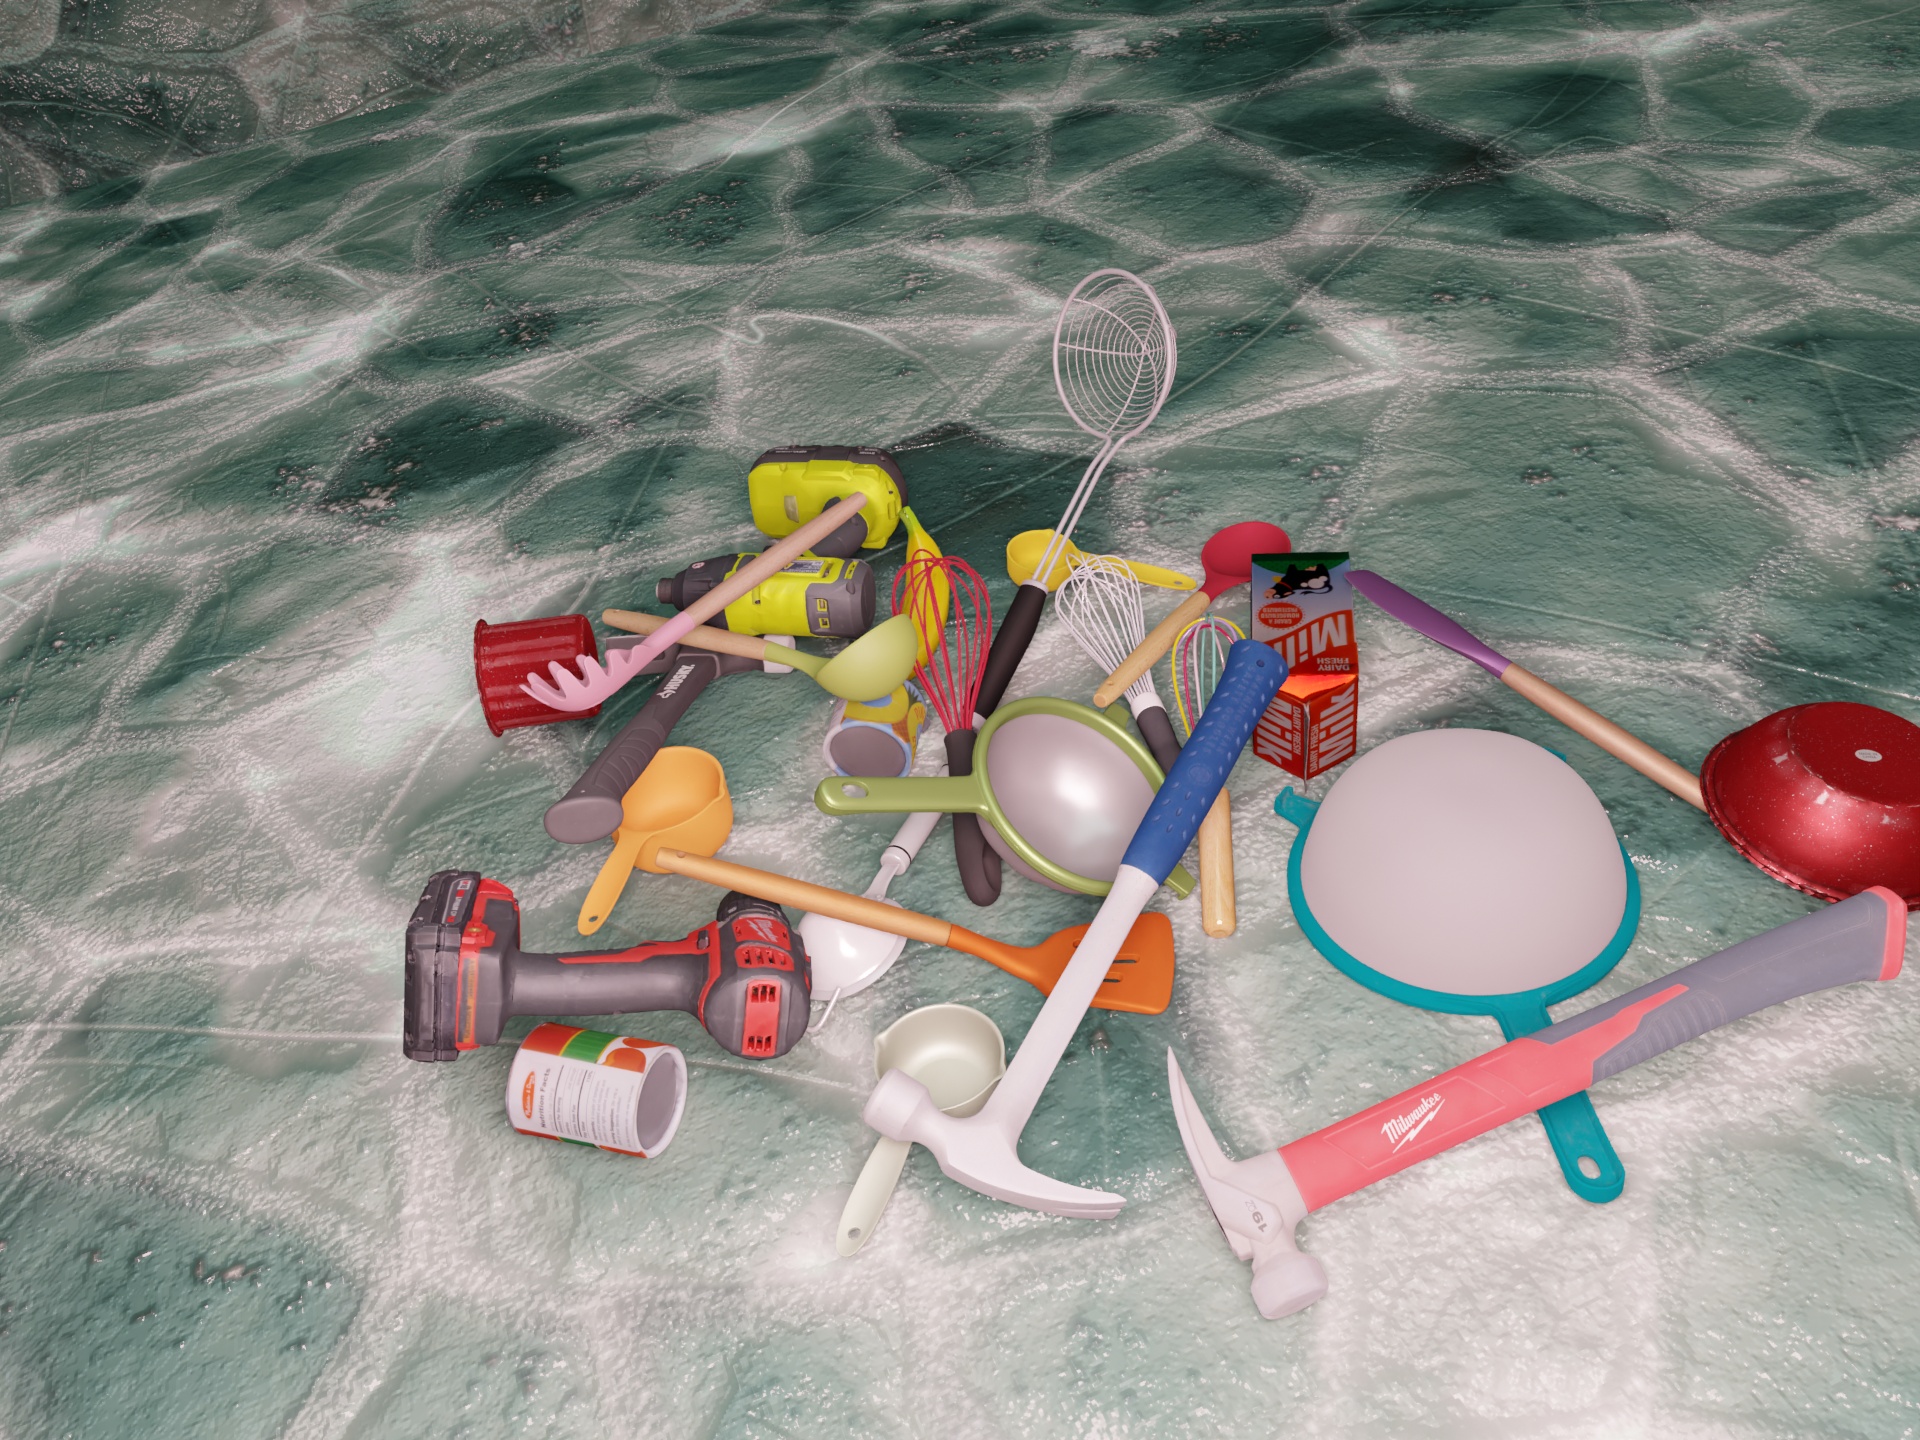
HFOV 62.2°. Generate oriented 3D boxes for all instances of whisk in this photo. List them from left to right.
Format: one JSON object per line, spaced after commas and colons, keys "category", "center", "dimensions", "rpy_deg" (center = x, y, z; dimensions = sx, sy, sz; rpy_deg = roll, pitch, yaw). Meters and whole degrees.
{"category": "whisk", "center": [-0.002, -0.004, 1.110], "dimensions": [0.073, 0.073, 0.296], "rpy_deg": [-9, 57, 1]}
{"category": "whisk", "center": [0.128, -0.029, 1.159], "dimensions": [0.070, 0.070, 0.285], "rpy_deg": [-14, 45, -4]}
{"category": "whisk", "center": [0.169, 0.028, 1.049], "dimensions": [0.047, 0.051, 0.245], "rpy_deg": [10, 56, -11]}

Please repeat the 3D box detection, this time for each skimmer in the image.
{"category": "skimmer", "center": [0.063, -0.167, 1.195], "dimensions": [0.127, 0.090, 0.363], "rpy_deg": [8, 67, 50]}

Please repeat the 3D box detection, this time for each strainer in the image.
{"category": "strainer", "center": [-0.049, 0.097, 1.057], "dimensions": [0.087, 0.050, 0.258], "rpy_deg": [-2, 35, 31]}
{"category": "strainer", "center": [0.018, 0.061, 1.010], "dimensions": [0.256, 0.069, 0.152], "rpy_deg": [2, 54, -29]}
{"category": "strainer", "center": [0.311, 0.109, 0.919], "dimensions": [0.211, 0.095, 0.341], "rpy_deg": [-9, 38, 2]}

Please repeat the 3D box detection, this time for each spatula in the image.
{"category": "spatula", "center": [-0.028, 0.119, 0.978], "dimensions": [0.322, 0.041, 0.081], "rpy_deg": [15, 41, -4]}
{"category": "spatula", "center": [0.388, -0.019, 1.067], "dimensions": [0.316, 0.018, 0.059], "rpy_deg": [39, 32, 28]}

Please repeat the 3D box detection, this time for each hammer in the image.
{"category": "hammer", "center": [-0.223, 0.002, 1.127], "dimensions": [0.146, 0.035, 0.335], "rpy_deg": [0, 22, 7]}
{"category": "hammer", "center": [0.106, 0.104, 0.942], "dimensions": [0.144, 0.035, 0.406], "rpy_deg": [29, 58, 9]}
{"category": "hammer", "center": [0.301, 0.164, 0.828], "dimensions": [0.386, 0.038, 0.143], "rpy_deg": [-24, 57, -2]}

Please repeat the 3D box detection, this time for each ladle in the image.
{"category": "ladle", "center": [-0.160, -0.066, 1.173], "dimensions": [0.320, 0.062, 0.078], "rpy_deg": [13, 31, 37]}
{"category": "ladle", "center": [0.170, -0.080, 1.181], "dimensions": [0.069, 0.031, 0.315], "rpy_deg": [13, 32, 26]}

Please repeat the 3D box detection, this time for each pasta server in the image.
{"category": "pasta server", "center": [-0.184, -0.094, 1.168], "dimensions": [0.316, 0.040, 0.060], "rpy_deg": [-40, 22, -31]}

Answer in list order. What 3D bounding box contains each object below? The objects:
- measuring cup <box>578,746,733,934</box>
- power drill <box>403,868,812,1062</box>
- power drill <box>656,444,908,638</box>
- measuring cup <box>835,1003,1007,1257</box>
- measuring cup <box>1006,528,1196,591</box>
{"category": "measuring cup", "center": [-0.214, 0.094, 1.085], "dimensions": [0.095, 0.052, 0.174], "rpy_deg": [4, 44, 17]}
{"category": "power drill", "center": [-0.203, 0.139, 0.949], "dimensions": [0.226, 0.080, 0.188], "rpy_deg": [3, 12, -11]}
{"category": "power drill", "center": [-0.139, -0.145, 1.306], "dimensions": [0.171, 0.080, 0.223], "rpy_deg": [3, 34, 11]}
{"category": "measuring cup", "center": [-0.027, 0.234, 0.890], "dimensions": [0.083, 0.038, 0.168], "rpy_deg": [10, 46, 22]}
{"category": "measuring cup", "center": [0.113, -0.117, 1.293], "dimensions": [0.156, 0.029, 0.062], "rpy_deg": [13, 44, 9]}
